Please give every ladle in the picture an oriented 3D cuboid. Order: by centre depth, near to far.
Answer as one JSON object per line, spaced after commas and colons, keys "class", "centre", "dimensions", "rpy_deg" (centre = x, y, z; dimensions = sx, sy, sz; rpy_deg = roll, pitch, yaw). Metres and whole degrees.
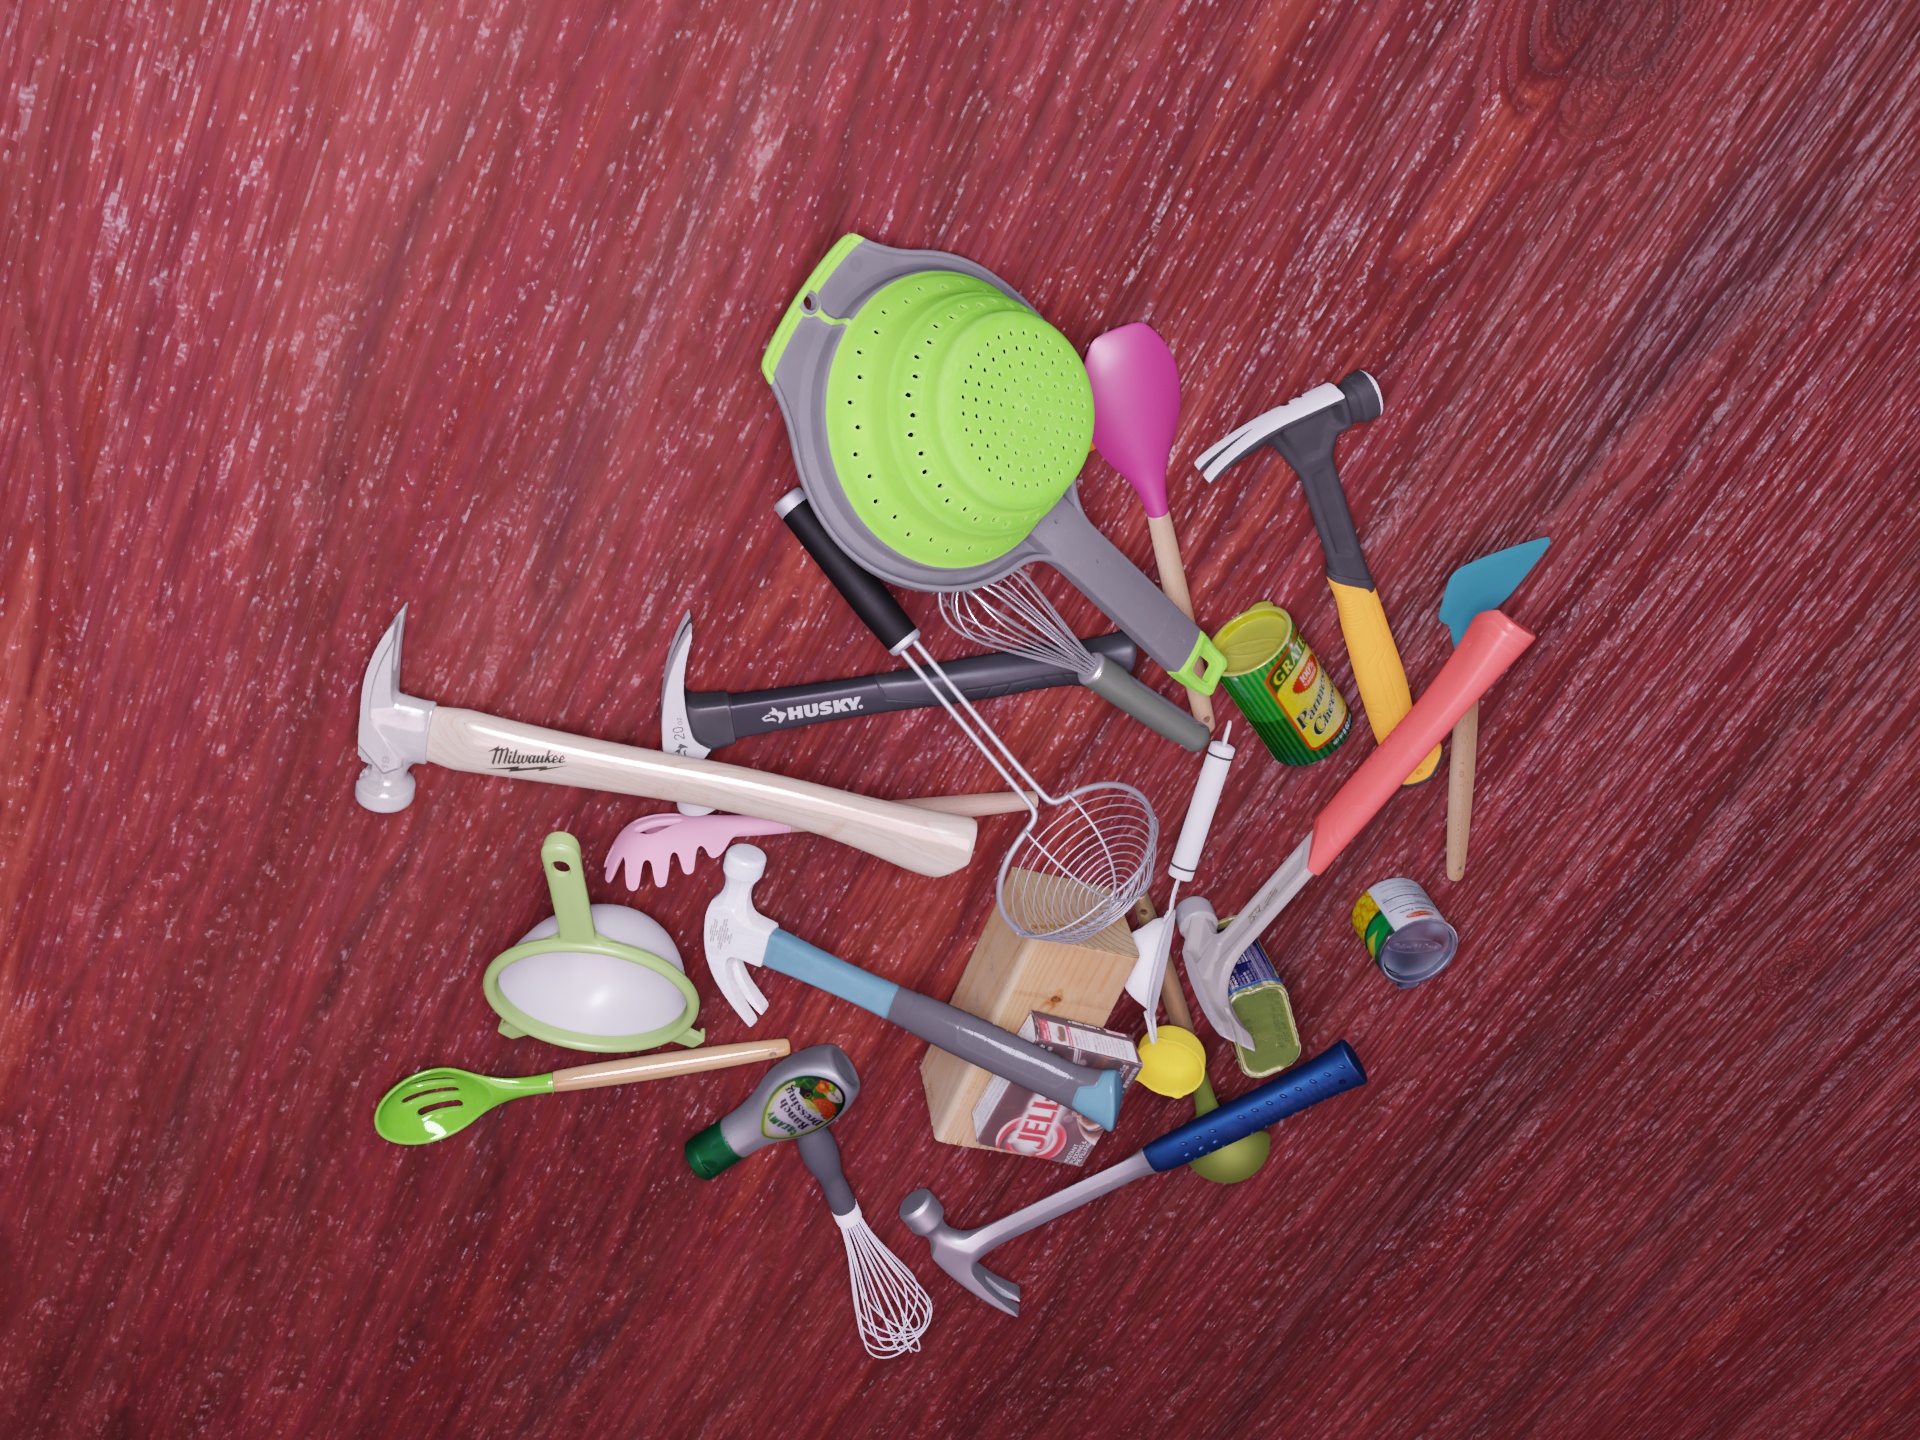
{"class": "ladle", "centre": [0.192, 0.265, 1.326], "dimensions": [0.078, 0.062, 0.320], "rpy_deg": [-11, 117, 18]}

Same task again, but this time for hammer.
{"class": "hammer", "centre": [-0.187, 0.032, 1.058], "dimensions": [0.410, 0.038, 0.146], "rpy_deg": [12, 121, -9]}
{"class": "hammer", "centre": [-0.041, -0.026, 1.098], "dimensions": [0.334, 0.035, 0.146], "rpy_deg": [-9, 123, -7]}
{"class": "hammer", "centre": [0.278, -0.078, 1.137], "dimensions": [0.127, 0.034, 0.336], "rpy_deg": [-26, 123, 3]}
{"class": "hammer", "centre": [-0.036, 0.208, 1.147], "dimensions": [0.331, 0.033, 0.128], "rpy_deg": [23, 114, 10]}
{"class": "hammer", "centre": [0.284, 0.071, 1.149], "dimensions": [0.036, 0.149, 0.359], "rpy_deg": [26, 115, -23]}
{"class": "hammer", "centre": [0.153, 0.376, 1.332], "dimensions": [0.405, 0.035, 0.144], "rpy_deg": [-31, 109, 17]}

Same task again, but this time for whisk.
{"class": "whisk", "centre": [0.083, -0.040, 1.072], "dimensions": [0.246, 0.058, 0.059], "rpy_deg": [31, 97, -30]}
{"class": "whisk", "centre": [-0.088, 0.444, 1.359], "dimensions": [0.070, 0.070, 0.284], "rpy_deg": [-19, 118, -1]}

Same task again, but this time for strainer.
{"class": "strainer", "centre": [-0.258, 0.140, 1.103], "dimensions": [0.151, 0.069, 0.256], "rpy_deg": [3, 139, -2]}
{"class": "strainer", "centre": [0.164, 0.121, 1.208], "dimensions": [0.050, 0.087, 0.258], "rpy_deg": [19, 102, 12]}

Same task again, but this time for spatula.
{"class": "spatula", "centre": [0.388, 0.002, 1.204], "dimensions": [0.082, 0.044, 0.317], "rpy_deg": [-19, 125, -16]}

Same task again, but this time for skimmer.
{"class": "skimmer", "centre": [-0.002, -0.003, 1.064], "dimensions": [0.127, 0.090, 0.363], "rpy_deg": [-40, 95, -5]}

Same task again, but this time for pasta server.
{"class": "pasta server", "centre": [-0.096, 0.077, 1.144], "dimensions": [0.316, 0.060, 0.040], "rpy_deg": [-5, 114, -15]}

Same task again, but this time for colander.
{"class": "colander", "centre": [0.064, -0.133, 0.968], "dimensions": [0.396, 0.094, 0.204], "rpy_deg": [39, 72, -31]}

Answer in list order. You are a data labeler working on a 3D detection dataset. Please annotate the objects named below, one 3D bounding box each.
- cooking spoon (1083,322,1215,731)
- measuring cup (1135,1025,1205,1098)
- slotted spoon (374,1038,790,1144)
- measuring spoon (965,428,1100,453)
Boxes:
{"class": "cooking spoon", "centre": [0.141, -0.120, 1.090], "dimensions": [0.069, 0.017, 0.318], "rpy_deg": [-22, 123, -5]}
{"class": "measuring cup", "centre": [0.126, 0.280, 1.308], "dimensions": [0.156, 0.029, 0.062], "rpy_deg": [-9, 115, 24]}
{"class": "slotted spoon", "centre": [-0.288, 0.277, 1.230], "dimensions": [0.313, 0.031, 0.070], "rpy_deg": [-7, 122, -11]}
{"class": "measuring spoon", "centre": [0.036, -0.182, 1.033], "dimensions": [0.117, 0.011, 0.021], "rpy_deg": [0, 120, -13]}
